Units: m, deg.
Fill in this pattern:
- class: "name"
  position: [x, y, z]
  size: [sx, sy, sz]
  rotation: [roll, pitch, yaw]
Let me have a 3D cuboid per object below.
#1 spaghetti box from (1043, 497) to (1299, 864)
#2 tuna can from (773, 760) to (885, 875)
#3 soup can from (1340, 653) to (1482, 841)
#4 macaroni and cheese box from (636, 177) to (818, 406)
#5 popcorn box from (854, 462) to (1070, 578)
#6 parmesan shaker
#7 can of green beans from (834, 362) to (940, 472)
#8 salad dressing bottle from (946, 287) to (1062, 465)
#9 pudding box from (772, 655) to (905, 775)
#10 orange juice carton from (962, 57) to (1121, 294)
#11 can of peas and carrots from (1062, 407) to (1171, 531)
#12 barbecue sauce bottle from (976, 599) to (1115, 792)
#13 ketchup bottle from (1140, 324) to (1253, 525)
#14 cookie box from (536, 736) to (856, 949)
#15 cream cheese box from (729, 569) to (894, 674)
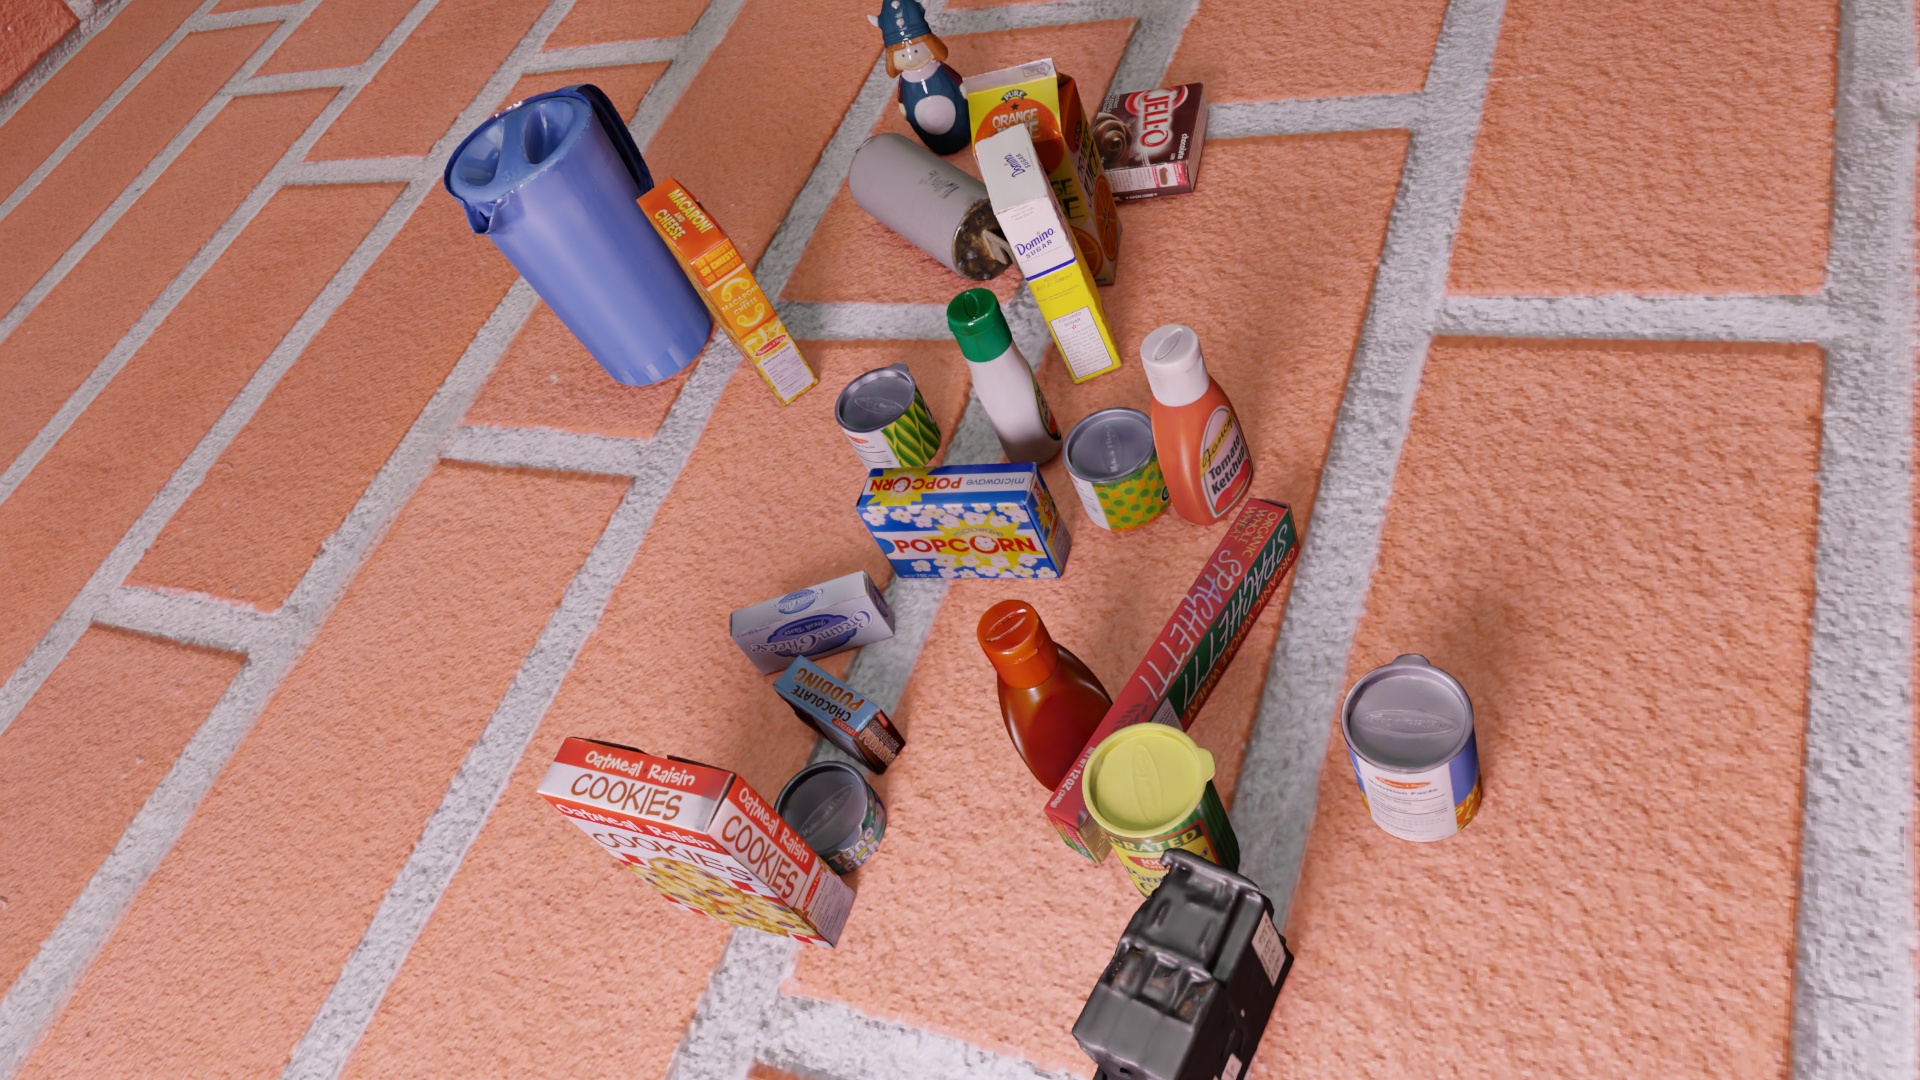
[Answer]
- class: "spaghetti box"
  position: [0.134, 0.080, 0.847]
  size: [0.029, 0.050, 0.251]
  rotation: [21, 64, 36]
- class: "tuna can"
  position: [-0.081, 0.177, 0.877]
  size: [0.071, 0.032, 0.071]
  rotation: [-12, 49, 15]
- class: "soup can"
  position: [0.245, 0.113, 0.749]
  size: [0.071, 0.083, 0.072]
  rotation: [-12, 50, 15]
- class: "macaroni and cheese box"
  position: [-0.190, -0.205, 1.144]
  size: [0.040, 0.165, 0.124]
  rotation: [-36, 48, -6]
- class: "popcorn box"
  position: [0.003, -0.012, 0.957]
  size: [0.126, 0.085, 0.038]
  rotation: [-1, 54, 24]
- class: "parmesan shaker"
  position: [0.115, 0.153, 0.761]
  size: [0.071, 0.102, 0.072]
  rotation: [-12, 50, 15]
- class: "can of green beans"
  position: [-0.055, -0.090, 1.064]
  size: [0.071, 0.057, 0.071]
  rotation: [-12, 50, 15]
- class: "salad dressing bottle"
  position: [0.031, -0.114, 0.985]
  size: [0.044, 0.147, 0.064]
  rotation: [-20, 48, 9]
- class: "pudding box"
  position: [-0.081, 0.115, 0.916]
  size: [0.084, 0.049, 0.030]
  rotation: [27, 68, 38]
- class: "orange juice carton"
  position: [0.065, -0.287, 1.079]
  size: [0.072, 0.192, 0.073]
  rotation: [-5, 52, 21]
- class: "can of peas and carrots"
  position: [0.112, -0.049, 0.956]
  size: [0.071, 0.058, 0.071]
  rotation: [-12, 50, 15]
- class: "barbecue sauce bottle"
  position: [0.050, 0.090, 0.810]
  size: [0.065, 0.148, 0.044]
  rotation: [-35, 47, -5]
- class: "ketchup bottle"
  position: [0.150, -0.076, 0.900]
  size: [0.043, 0.148, 0.065]
  rotation: [23, 66, 36]
- class: "cookie box"
  position: [-0.151, 0.178, 0.816]
  size: [0.123, 0.166, 0.040]
  rotation: [6, 56, 28]
- class: "cream cheese box"
  position: [-0.103, 0.058, 0.969]
  size: [0.104, 0.053, 0.024]
  rotation: [-18, 48, 10]
